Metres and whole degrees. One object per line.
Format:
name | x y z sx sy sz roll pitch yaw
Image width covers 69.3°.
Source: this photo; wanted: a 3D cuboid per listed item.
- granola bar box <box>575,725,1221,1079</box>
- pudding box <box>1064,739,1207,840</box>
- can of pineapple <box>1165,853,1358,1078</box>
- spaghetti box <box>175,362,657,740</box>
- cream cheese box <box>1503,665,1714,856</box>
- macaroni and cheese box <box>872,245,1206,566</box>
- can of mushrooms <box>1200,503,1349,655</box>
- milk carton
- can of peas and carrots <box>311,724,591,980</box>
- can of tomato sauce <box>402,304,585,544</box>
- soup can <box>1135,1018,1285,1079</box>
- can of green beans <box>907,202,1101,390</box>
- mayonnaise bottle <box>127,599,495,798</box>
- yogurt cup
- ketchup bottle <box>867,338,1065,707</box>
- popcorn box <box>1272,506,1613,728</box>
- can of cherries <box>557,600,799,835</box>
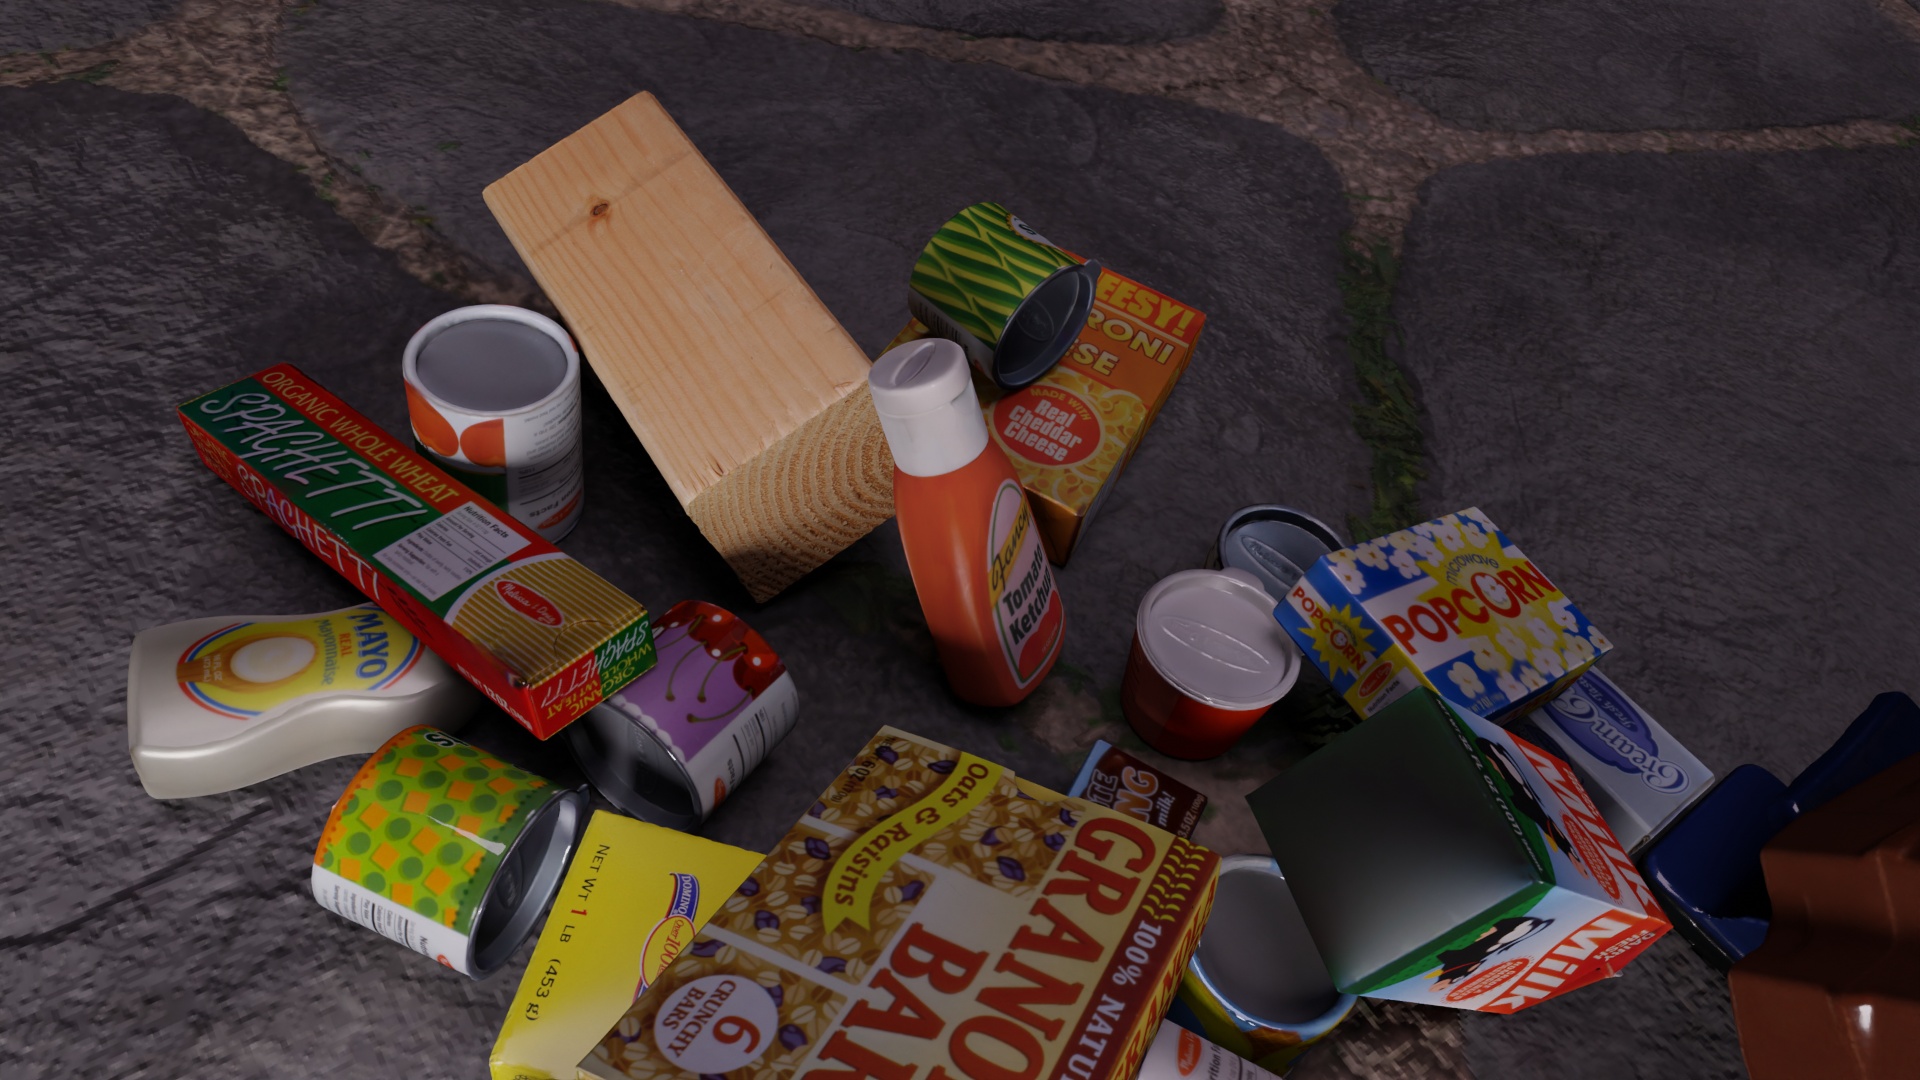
granola bar box | -0.009 0.130 0.404 0.124 0.038 0.166 18 33 20
pudding box | 0.053 0.121 0.519 0.050 0.030 0.084 28 49 11
can of pineapple | 0.100 0.153 0.485 0.071 0.057 0.071 7 49 -8
spaghetti box | -0.211 -0.006 0.521 0.250 0.028 0.050 28 47 32
cream cheese box | 0.272 0.083 0.611 0.053 0.024 0.104 -25 60 -30
macaroni and cheese box | 0.033 -0.078 0.679 0.124 0.040 0.167 27 49 10
can of mushrooms | 0.141 0.019 0.627 0.071 0.033 0.071 8 49 -9
milk carton | 0.189 0.118 0.495 0.190 0.073 0.072 24 34 -47
can of peas and carrots | -0.166 0.100 0.458 0.059 0.070 0.071 22 48 6
can of tomato sauce | -0.190 -0.045 0.566 0.071 0.082 0.071 7 48 -8
soup can | 0.082 0.200 0.437 0.084 0.071 0.072 26 49 7
can of green beans | 0.019 -0.112 0.633 0.071 0.070 0.058 -32 62 -34
mayonnaise bottle | -0.215 0.049 0.506 0.148 0.041 0.065 -10 48 -21
yogurt cup | 0.099 0.054 0.573 0.072 0.053 0.073 7 49 -8
ketchup bottle | 0.002 -0.007 0.538 0.043 0.148 0.065 4 42 28
popcorn box | 0.198 0.037 0.568 0.127 0.038 0.085 -13 56 -41
can of cherries | -0.103 0.062 0.506 0.071 0.071 0.059 32 50 14
